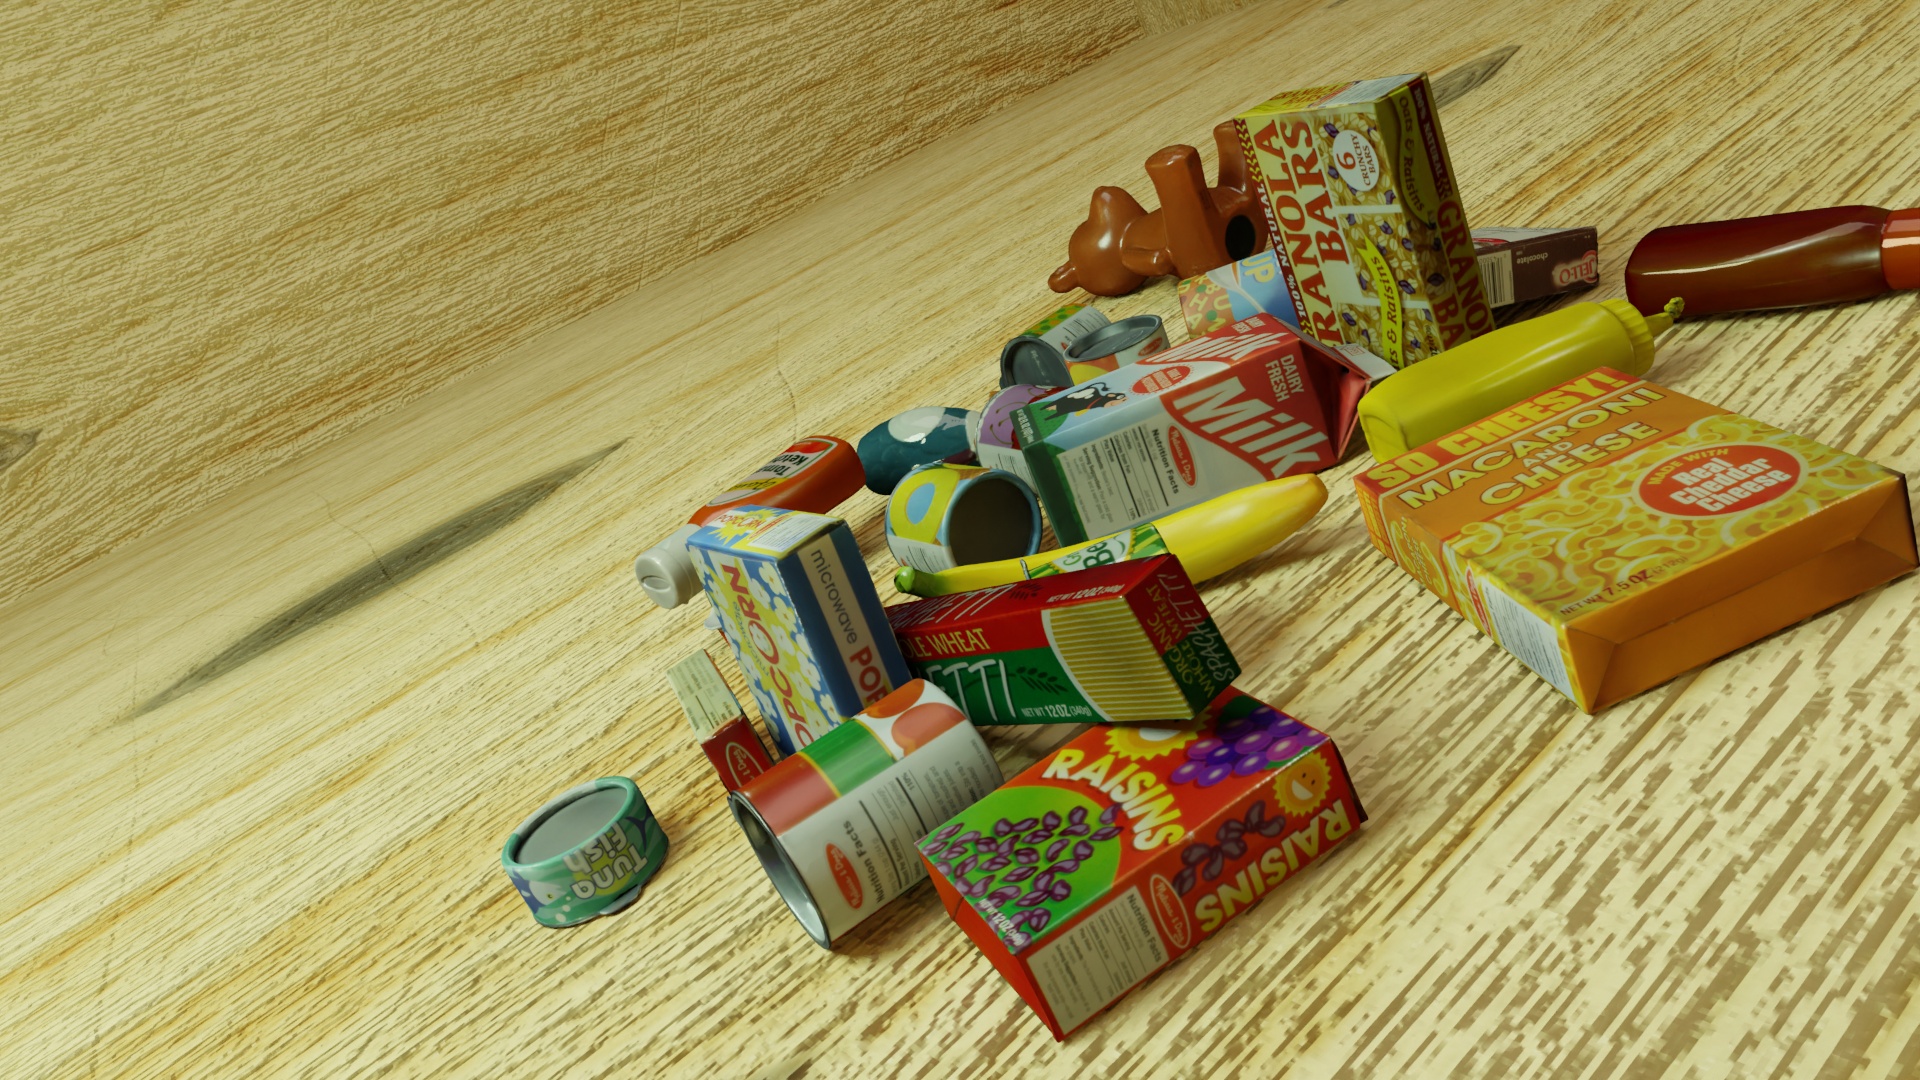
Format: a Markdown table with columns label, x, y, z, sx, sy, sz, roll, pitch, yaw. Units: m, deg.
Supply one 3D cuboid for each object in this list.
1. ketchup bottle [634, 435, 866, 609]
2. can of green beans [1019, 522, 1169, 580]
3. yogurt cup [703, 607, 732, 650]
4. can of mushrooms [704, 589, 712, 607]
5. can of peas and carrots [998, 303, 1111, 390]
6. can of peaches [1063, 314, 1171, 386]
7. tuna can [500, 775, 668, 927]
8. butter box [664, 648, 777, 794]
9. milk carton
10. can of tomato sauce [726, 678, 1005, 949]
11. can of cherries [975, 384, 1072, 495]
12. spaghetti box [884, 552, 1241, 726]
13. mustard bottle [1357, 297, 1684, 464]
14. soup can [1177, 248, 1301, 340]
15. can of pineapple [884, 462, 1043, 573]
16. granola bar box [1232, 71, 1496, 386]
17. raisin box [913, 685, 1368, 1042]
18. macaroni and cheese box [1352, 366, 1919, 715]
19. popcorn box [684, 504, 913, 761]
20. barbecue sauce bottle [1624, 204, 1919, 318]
| label | x | y | z | sx | sy | sz | roll | pitch | yaw |
| --- | --- | --- | --- | --- | --- | --- | --- | --- | --- |
| ketchup bottle | -0.125 | -0.012 | 0.823 | 0.064 | 0.043 | 0.149 | -2 | 28 | 44 |
| can of green beans | 0.065 | 0.032 | 0.578 | 0.058 | 0.071 | 0.071 | -22 | 20 | 3 |
| yogurt cup | -0.088 | 0.047 | 0.721 | 0.072 | 0.053 | 0.073 | -20 | 21 | 8 |
| can of mushrooms | -0.114 | 0.028 | 0.824 | 0.071 | 0.033 | 0.071 | -20 | 19 | 7 |
| can of peas and carrots | 0.069 | -0.122 | 0.956 | 0.071 | 0.070 | 0.059 | 1 | 31 | 48 |
| can of peaches | 0.105 | -0.104 | 0.885 | 0.071 | 0.058 | 0.071 | -21 | 20 | 8 |
| tuna can | -0.165 | 0.137 | 0.612 | 0.071 | 0.032 | 0.071 | -21 | 20 | 8 |
| butter box | -0.107 | 0.090 | 0.639 | 0.024 | 0.053 | 0.103 | -31 | 21 | -12 |
| milk carton | 0.129 | -0.062 | 0.735 | 0.190 | 0.073 | 0.072 | -21 | 20 | 5 |
| can of tomato sauce | -0.034 | 0.099 | 0.518 | 0.083 | 0.071 | 0.071 | -31 | 21 | -21 |
| can of cherries | 0.053 | -0.061 | 0.817 | 0.072 | 0.071 | 0.058 | -33 | 22 | -24 |
| spaghetti box | 0.010 | 0.047 | 0.553 | 0.029 | 0.050 | 0.249 | -36 | 11 | -30 |
| mustard bottle | 0.272 | -0.077 | 0.655 | 0.160 | 0.048 | 0.065 | -23 | 21 | -2 |
| soup can | 0.189 | -0.152 | 0.895 | 0.083 | 0.071 | 0.072 | -17 | 21 | 18 |
| can of pineapple | 0.003 | -0.009 | 0.745 | 0.071 | 0.070 | 0.058 | -34 | 24 | -27 |
| granola bar box | 0.219 | -0.162 | 0.754 | 0.039 | 0.165 | 0.124 | -30 | 21 | -14 |
| raisin box | 0.058 | 0.098 | 0.463 | 0.124 | 0.040 | 0.086 | -31 | 21 | -15 |
| macaroni and cheese box | 0.242 | -0.008 | 0.529 | 0.124 | 0.040 | 0.167 | -24 | 21 | 0 |
| popcorn box | -0.061 | 0.049 | 0.585 | 0.038 | 0.126 | 0.085 | -32 | 22 | -29 |
| barbecue sauce bottle | 0.405 | -0.135 | 0.665 | 0.065 | 0.043 | 0.148 | -37 | 25 | -33 |
